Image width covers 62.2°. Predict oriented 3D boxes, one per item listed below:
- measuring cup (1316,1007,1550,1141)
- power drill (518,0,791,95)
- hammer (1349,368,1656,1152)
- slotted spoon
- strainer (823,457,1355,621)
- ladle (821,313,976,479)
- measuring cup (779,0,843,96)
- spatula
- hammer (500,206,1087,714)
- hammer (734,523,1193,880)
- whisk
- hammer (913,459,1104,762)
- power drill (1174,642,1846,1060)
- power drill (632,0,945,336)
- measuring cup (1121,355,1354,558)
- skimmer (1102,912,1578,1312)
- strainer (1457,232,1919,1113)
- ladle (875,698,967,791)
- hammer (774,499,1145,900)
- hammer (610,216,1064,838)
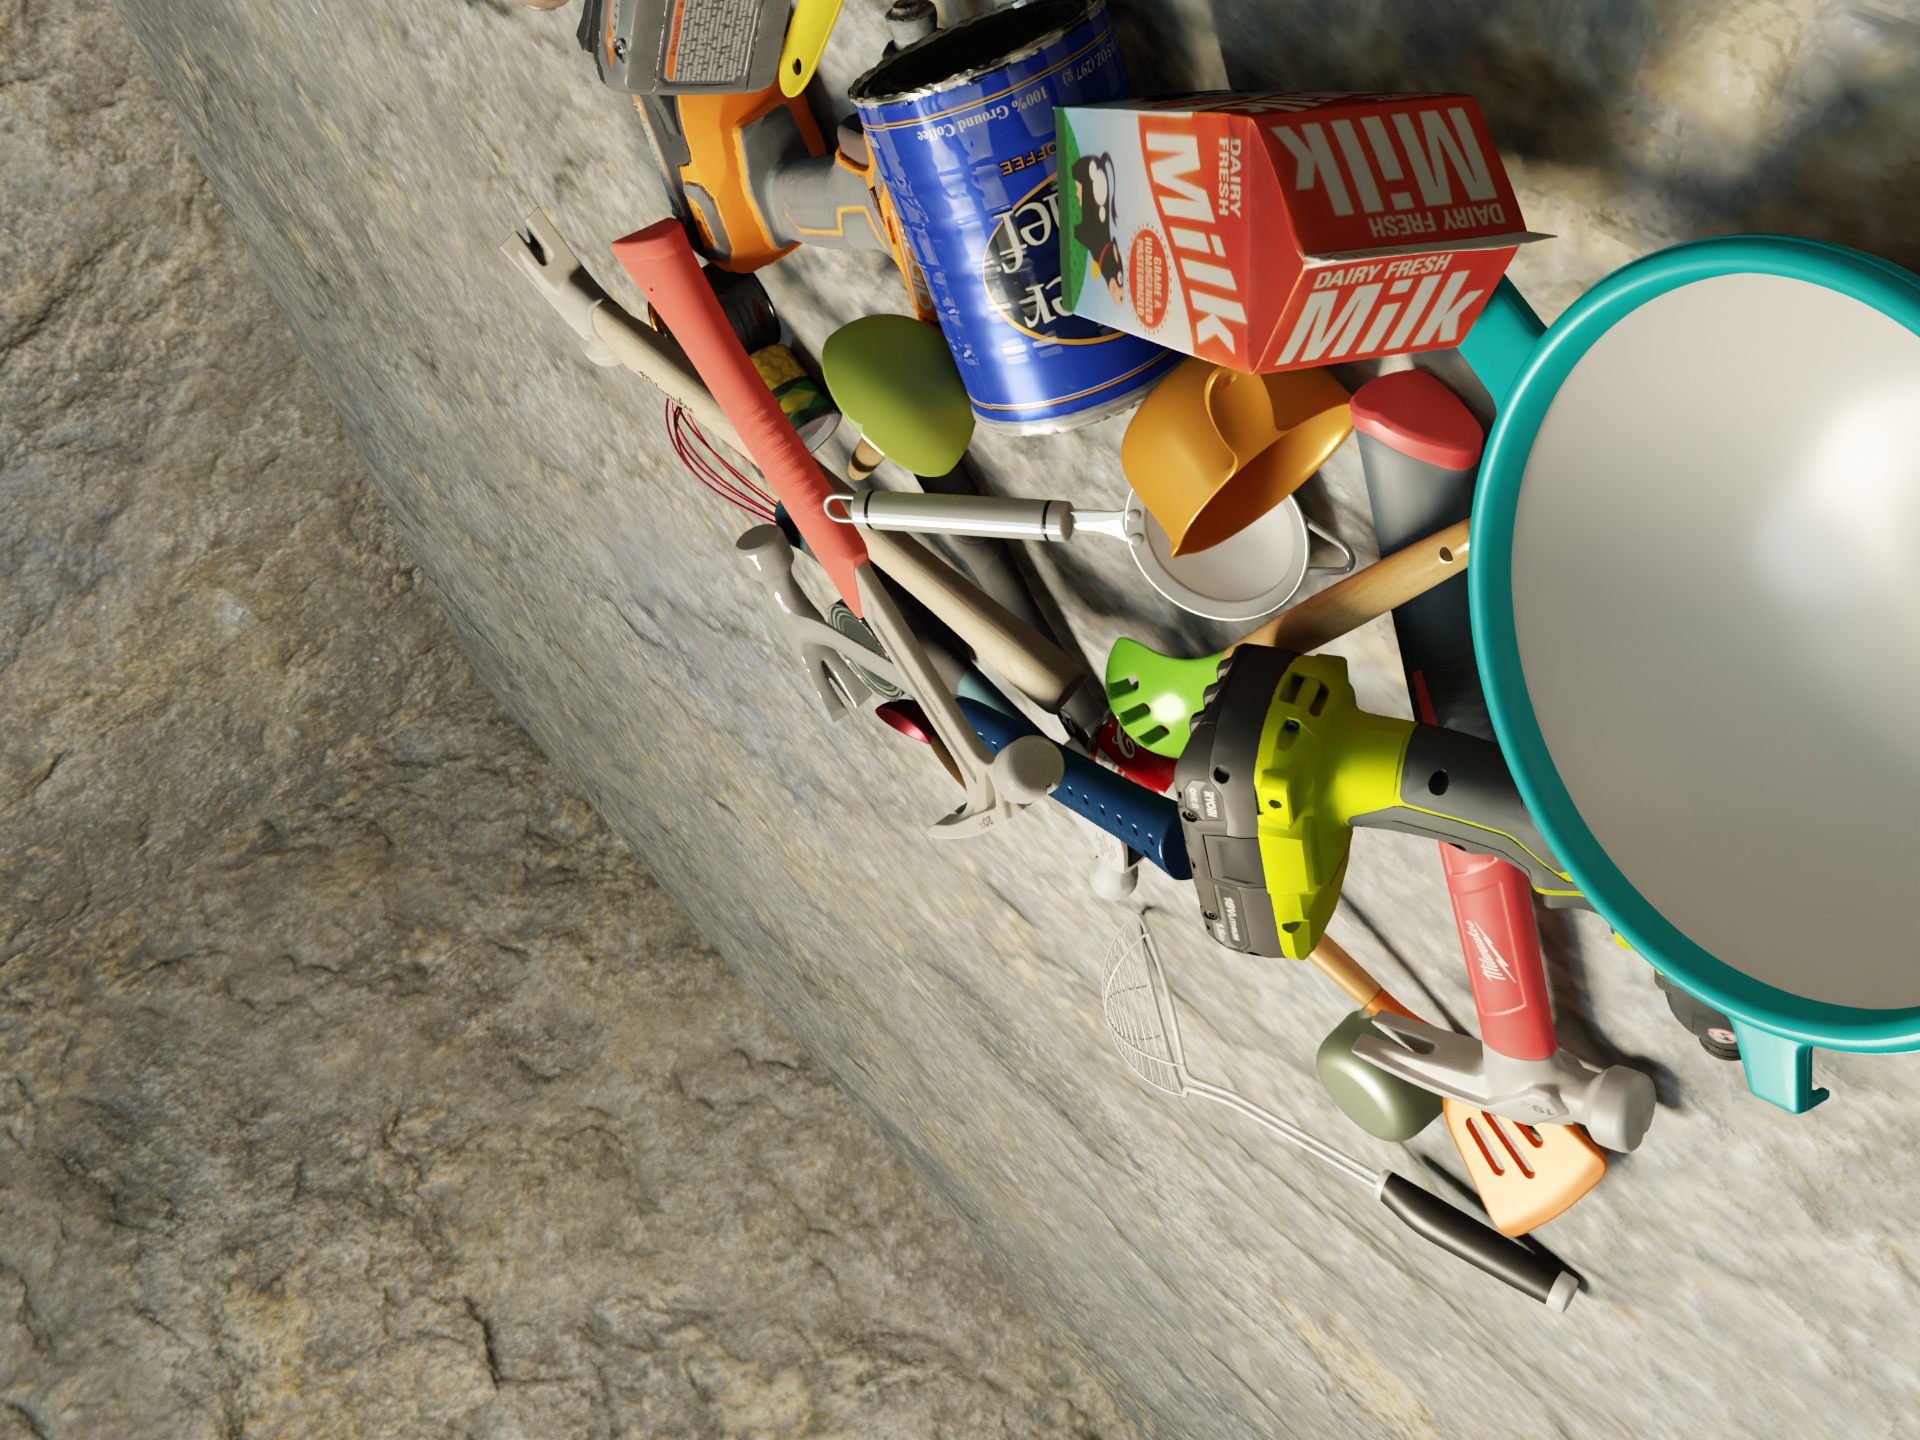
[{"bbox_3d":[0.261,0.215,0.893,0.083,0.038,0.168,59,162,-15],"label":"measuring cup"},{"bbox_3d":[-0.153,-0.362,0.699,0.226,0.084,0.185,58,146,28],"label":"power drill"},{"bbox_3d":[0.204,0.031,0.681,0.143,0.038,0.386,12,135,43],"label":"hammer"},{"bbox_3d":[0.127,-0.032,0.669,0.070,0.031,0.313,58,160,1],"label":"slotted spoon"},{"bbox_3d":[0.053,-0.093,0.725,0.258,0.050,0.086,6,126,22],"label":"strainer"},{"bbox_3d":[-0.046,-0.144,0.815,0.078,0.062,0.320,48,173,-7],"label":"ladle"},{"bbox_3d":[-0.035,-0.309,0.632,0.062,0.029,0.156,60,144,11],"label":"measuring cup"},{"bbox_3d":[0.200,0.136,0.853,0.323,0.041,0.081,43,129,10],"label":"spatula"},{"bbox_3d":[-0.095,-0.144,0.910,0.411,0.038,0.146,39,176,14],"label":"hammer"},{"bbox_3d":[-0.001,-0.003,0.917,0.406,0.035,0.143,31,153,49],"label":"hammer"},{"bbox_3d":[-0.099,-0.133,1.107,0.296,0.073,0.073,45,160,7],"label":"whisk"},{"bbox_3d":[0.025,-0.079,0.945,0.334,0.035,0.146,59,159,-15],"label":"hammer"},{"bbox_3d":[0.204,0.052,0.599,0.223,0.080,0.171,10,137,28],"label":"power drill"},{"bbox_3d":[-0.059,-0.269,0.750,0.227,0.084,0.164,32,152,37],"label":"power drill"},{"bbox_3d":[0.093,-0.117,0.581,0.052,0.095,0.173,54,-170,15],"label":"measuring cup"},{"bbox_3d":[0.234,0.246,1.027,0.364,0.090,0.127,26,146,34],"label":"skimmer"},{"bbox_3d":[0.216,-0.076,0.455,0.210,0.095,0.341,101,151,-54],"label":"strainer"},{"bbox_3d":[-0.011,0.020,1.087,0.069,0.031,0.315,26,-177,-13],"label":"ladle"},{"bbox_3d":[-0.004,-0.031,0.987,0.331,0.033,0.128,45,158,22],"label":"hammer"},{"bbox_3d":[-0.073,-0.100,0.833,0.359,0.037,0.149,57,158,0],"label":"hammer"}]
